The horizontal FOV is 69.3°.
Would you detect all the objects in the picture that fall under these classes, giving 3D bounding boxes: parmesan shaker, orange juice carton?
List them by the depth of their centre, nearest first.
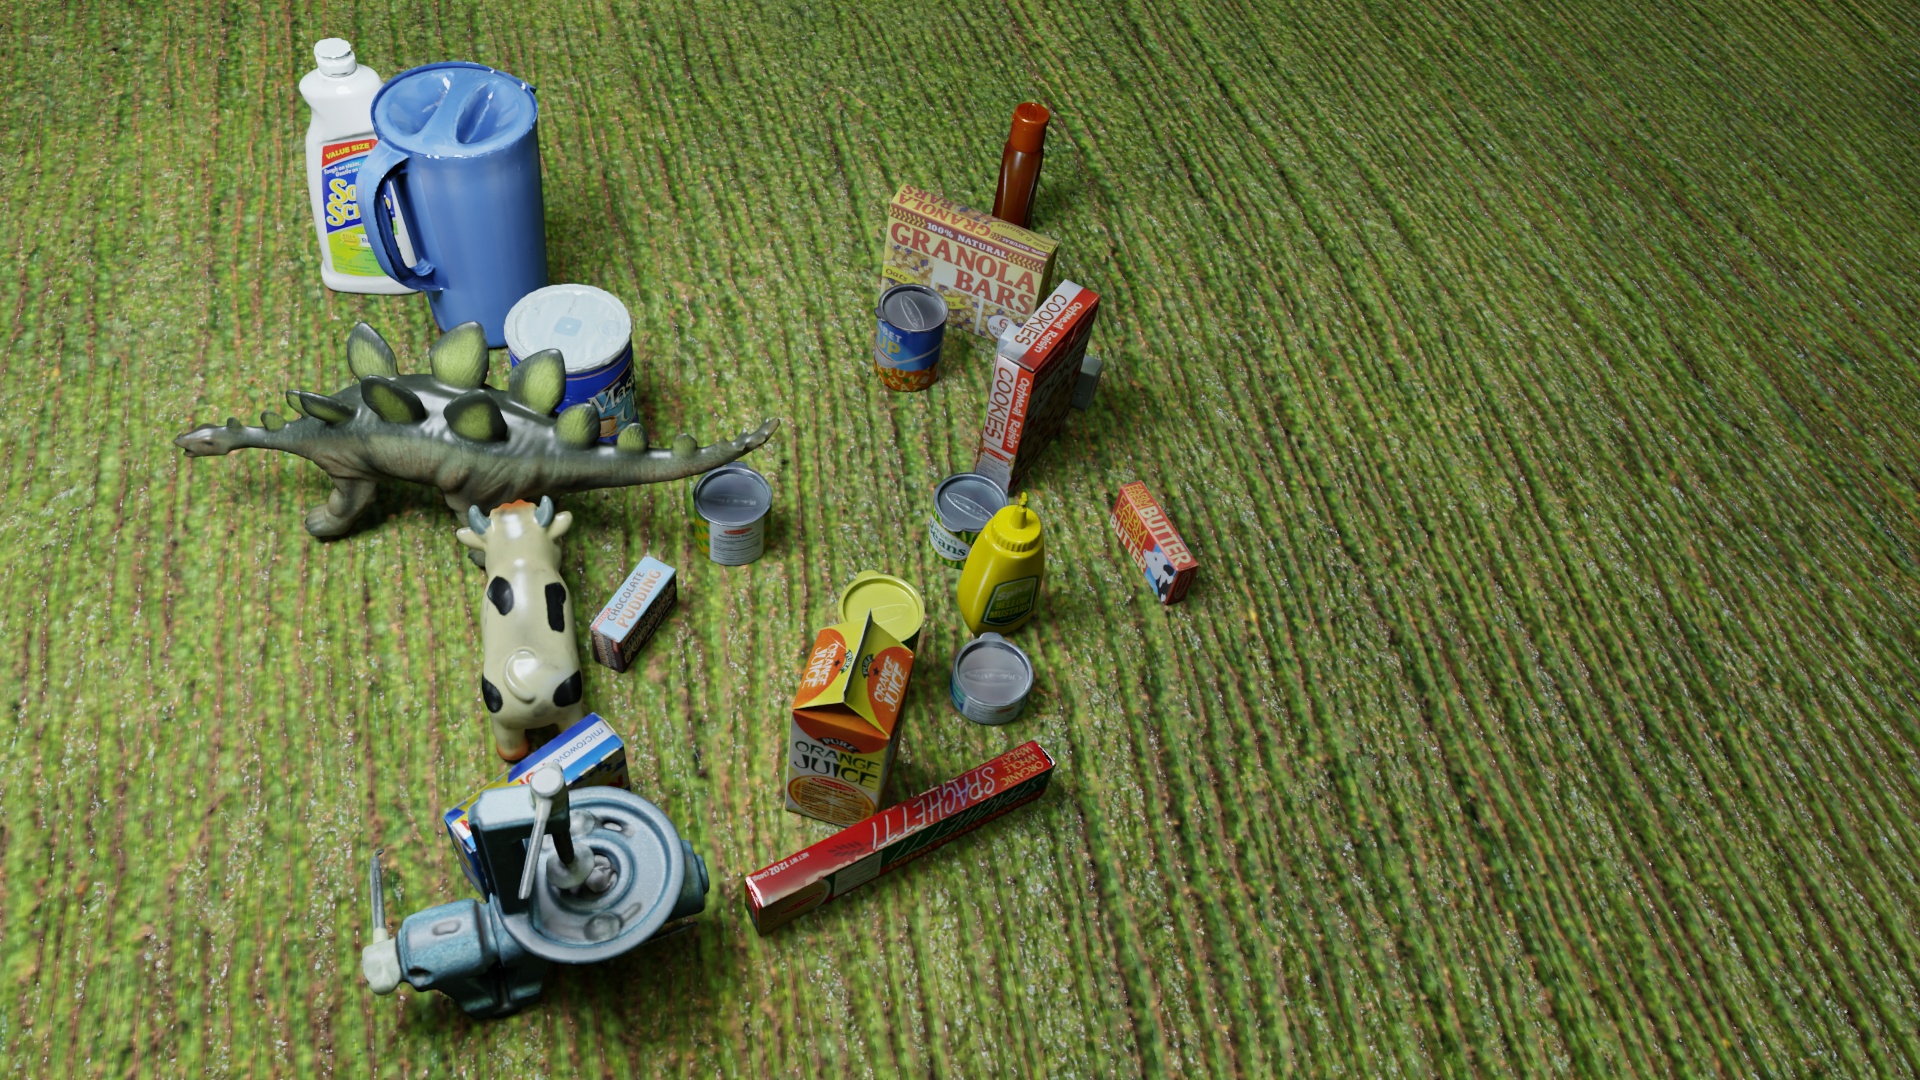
[{"bbox_3d":[-0.080,0.130,1.000,0.073,0.191,0.072,15,51,3],"label":"orange juice carton"},{"bbox_3d":[-0.067,0.081,1.099,0.071,0.102,0.072,5,51,-6],"label":"parmesan shaker"}]

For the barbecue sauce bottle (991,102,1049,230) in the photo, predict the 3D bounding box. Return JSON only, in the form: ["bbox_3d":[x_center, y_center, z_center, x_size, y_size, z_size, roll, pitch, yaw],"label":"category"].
[{"bbox_3d":[0.063,-0.389,1.465,0.044,0.147,0.065,8,51,-3],"label":"barbecue sauce bottle"}]

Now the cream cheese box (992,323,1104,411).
[{"bbox_3d":[0.085,-0.168,1.353,0.104,0.053,0.024,24,52,10],"label":"cream cheese box"}]

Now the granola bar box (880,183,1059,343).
[{"bbox_3d":[0.005,-0.267,1.374,0.166,0.123,0.039,23,52,9],"label":"granola bar box"}]

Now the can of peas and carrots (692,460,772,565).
[{"bbox_3d":[-0.195,-0.023,1.189,0.071,0.058,0.071,5,51,-6],"label":"can of peas and carrots"}]

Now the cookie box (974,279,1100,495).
[{"bbox_3d":[0.068,-0.135,1.252,0.040,0.166,0.123,29,53,13],"label":"cookie box"}]

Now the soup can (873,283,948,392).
[{"bbox_3d":[-0.051,-0.193,1.332,0.071,0.083,0.072,5,51,-6],"label":"soup can"}]

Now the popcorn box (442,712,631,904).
[{"bbox_3d":[-0.297,0.190,0.987,0.038,0.084,0.127,40,57,21],"label":"popcorn box"}]

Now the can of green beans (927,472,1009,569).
[{"bbox_3d":[0.006,-0.016,1.217,0.071,0.057,0.071,5,51,-6],"label":"can of green beans"}]

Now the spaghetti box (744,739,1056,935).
[{"bbox_3d":[-0.042,0.217,1.029,0.251,0.049,0.029,-22,58,-24],"label":"spaghetti box"}]

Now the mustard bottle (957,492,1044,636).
[{"bbox_3d":[0.037,0.017,1.130,0.065,0.159,0.049,-13,55,-19],"label":"mustard bottle"}]

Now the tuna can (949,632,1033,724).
[{"bbox_3d":[0.025,0.113,1.134,0.071,0.032,0.071,5,51,-6],"label":"tuna can"}]

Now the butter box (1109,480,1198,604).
[{"bbox_3d":[0.170,0.001,1.233,0.024,0.052,0.104,-16,56,-21],"label":"butter box"}]

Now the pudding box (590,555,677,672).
[{"bbox_3d":[-0.263,0.059,1.119,0.030,0.049,0.084,24,52,10],"label":"pudding box"}]
